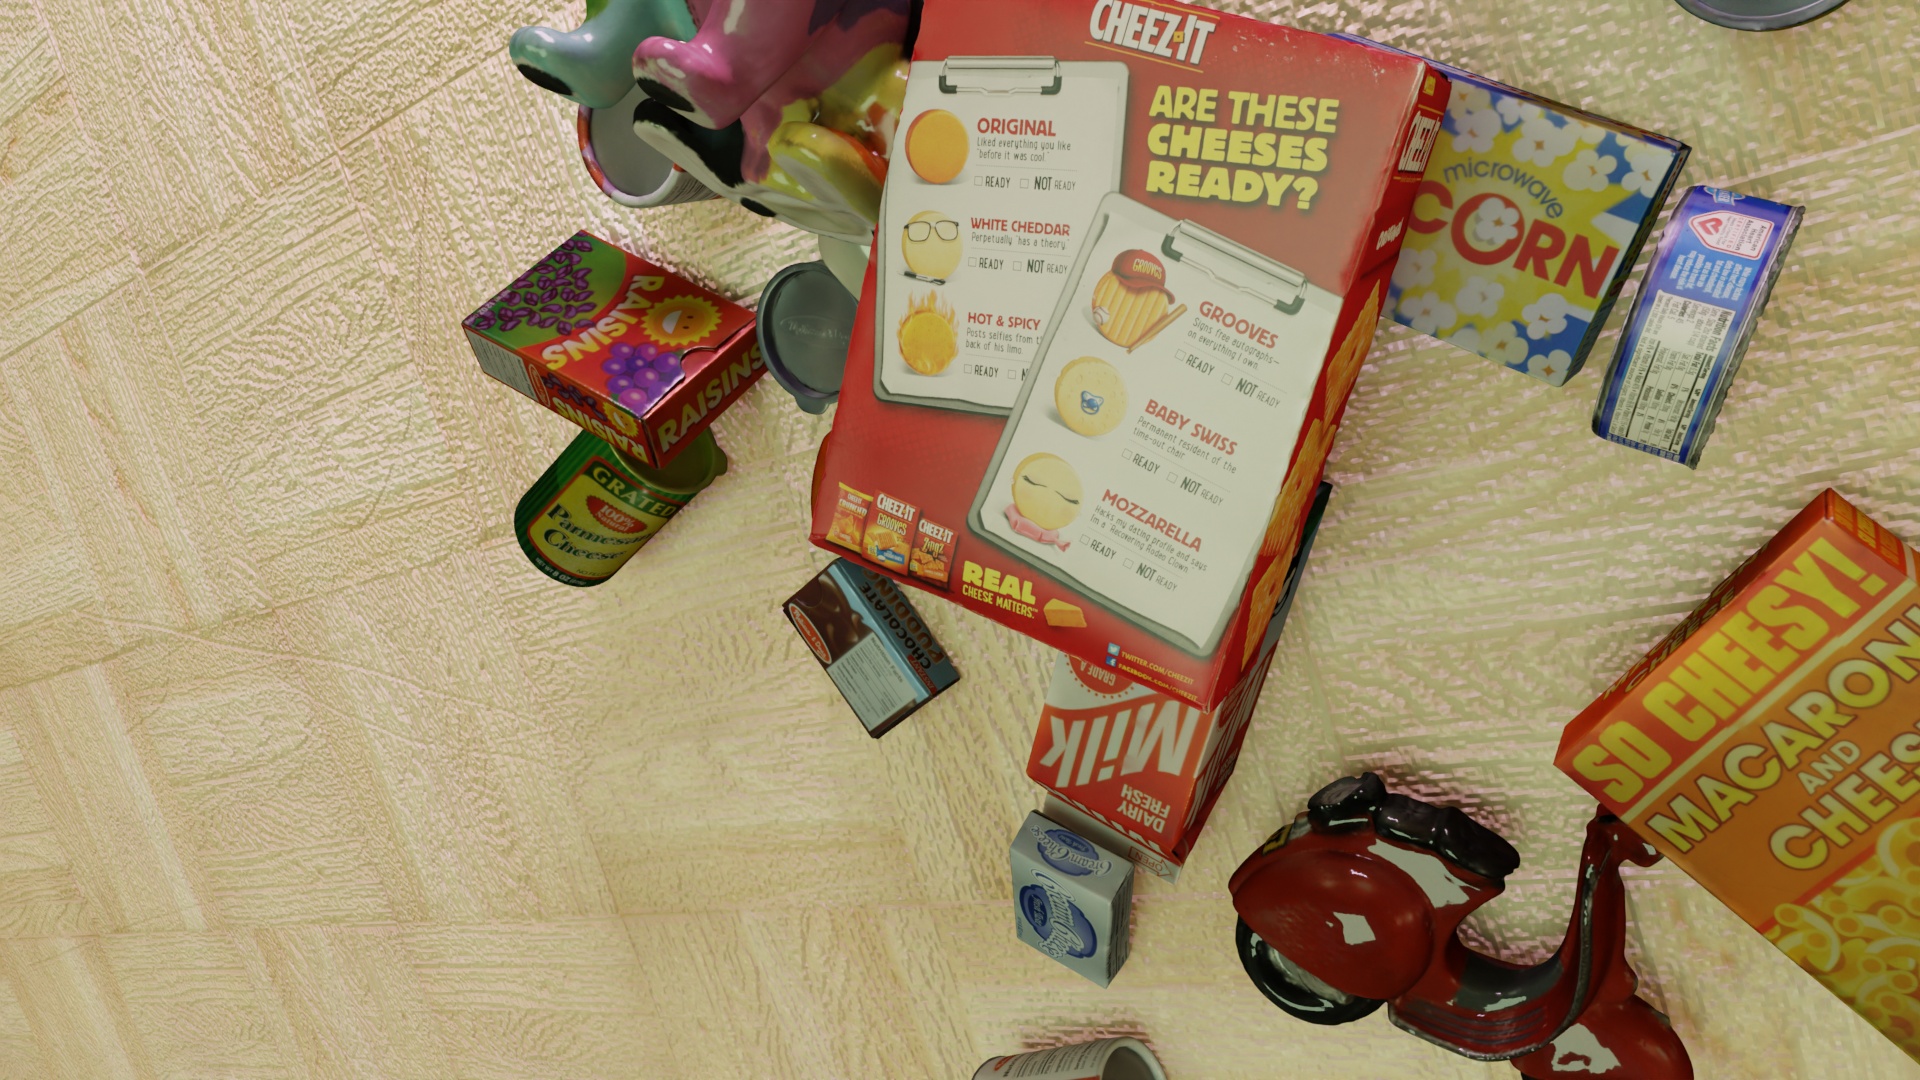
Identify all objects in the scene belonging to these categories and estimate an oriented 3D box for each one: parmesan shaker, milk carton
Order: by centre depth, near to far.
[{"bbox_3d":[0.085,0.056,0.585,0.072,0.074,0.189,25,118,23],"label":"milk carton"},{"bbox_3d":[-0.181,-0.026,0.734,0.102,0.071,0.071,-38,84,36],"label":"parmesan shaker"}]

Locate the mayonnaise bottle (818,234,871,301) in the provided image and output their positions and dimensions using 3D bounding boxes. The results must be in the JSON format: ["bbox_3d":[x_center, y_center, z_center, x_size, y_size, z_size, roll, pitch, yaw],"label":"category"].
[{"bbox_3d":[-0.026,-0.120,0.606,0.148,0.065,0.041,50,128,14],"label":"mayonnaise bottle"}]

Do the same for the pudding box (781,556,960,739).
[{"bbox_3d":[-0.045,0.050,0.693,0.049,0.030,0.084,-40,83,36],"label":"pudding box"}]

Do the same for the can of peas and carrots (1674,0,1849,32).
[{"bbox_3d":[0.245,-0.186,0.410,0.071,0.059,0.070,11,112,29],"label":"can of peas and carrots"}]

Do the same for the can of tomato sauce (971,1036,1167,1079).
[{"bbox_3d":[0.055,0.286,0.686,0.083,0.071,0.071,-25,92,35],"label":"can of tomato sauce"}]

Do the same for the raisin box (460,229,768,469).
[{"bbox_3d":[-0.168,-0.097,0.685,0.123,0.086,0.039,28,147,22],"label":"raisin box"}]

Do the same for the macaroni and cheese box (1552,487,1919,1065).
[{"bbox_3d":[0.301,0.083,0.445,0.166,0.040,0.123,41,123,13],"label":"macaroni and cheese box"}]

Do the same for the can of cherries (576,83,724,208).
[{"bbox_3d":[-0.137,-0.194,0.652,0.071,0.058,0.071,11,112,29],"label":"can of cherries"}]

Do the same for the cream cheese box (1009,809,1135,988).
[{"bbox_3d":[0.052,0.169,0.647,0.053,0.024,0.103,24,147,22],"label":"cream cheese box"}]

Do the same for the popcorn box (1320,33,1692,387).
[{"bbox_3d":[0.173,-0.119,0.491,0.127,0.038,0.084,28,119,22],"label":"popcorn box"}]

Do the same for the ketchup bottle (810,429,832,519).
[{"bbox_3d":[0.002,-0.008,0.635,0.149,0.044,0.064,18,116,27],"label":"ketchup bottle"}]

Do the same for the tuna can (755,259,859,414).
[{"bbox_3d":[-0.060,-0.096,0.651,0.071,0.033,0.070,11,112,29],"label":"tuna can"}]
